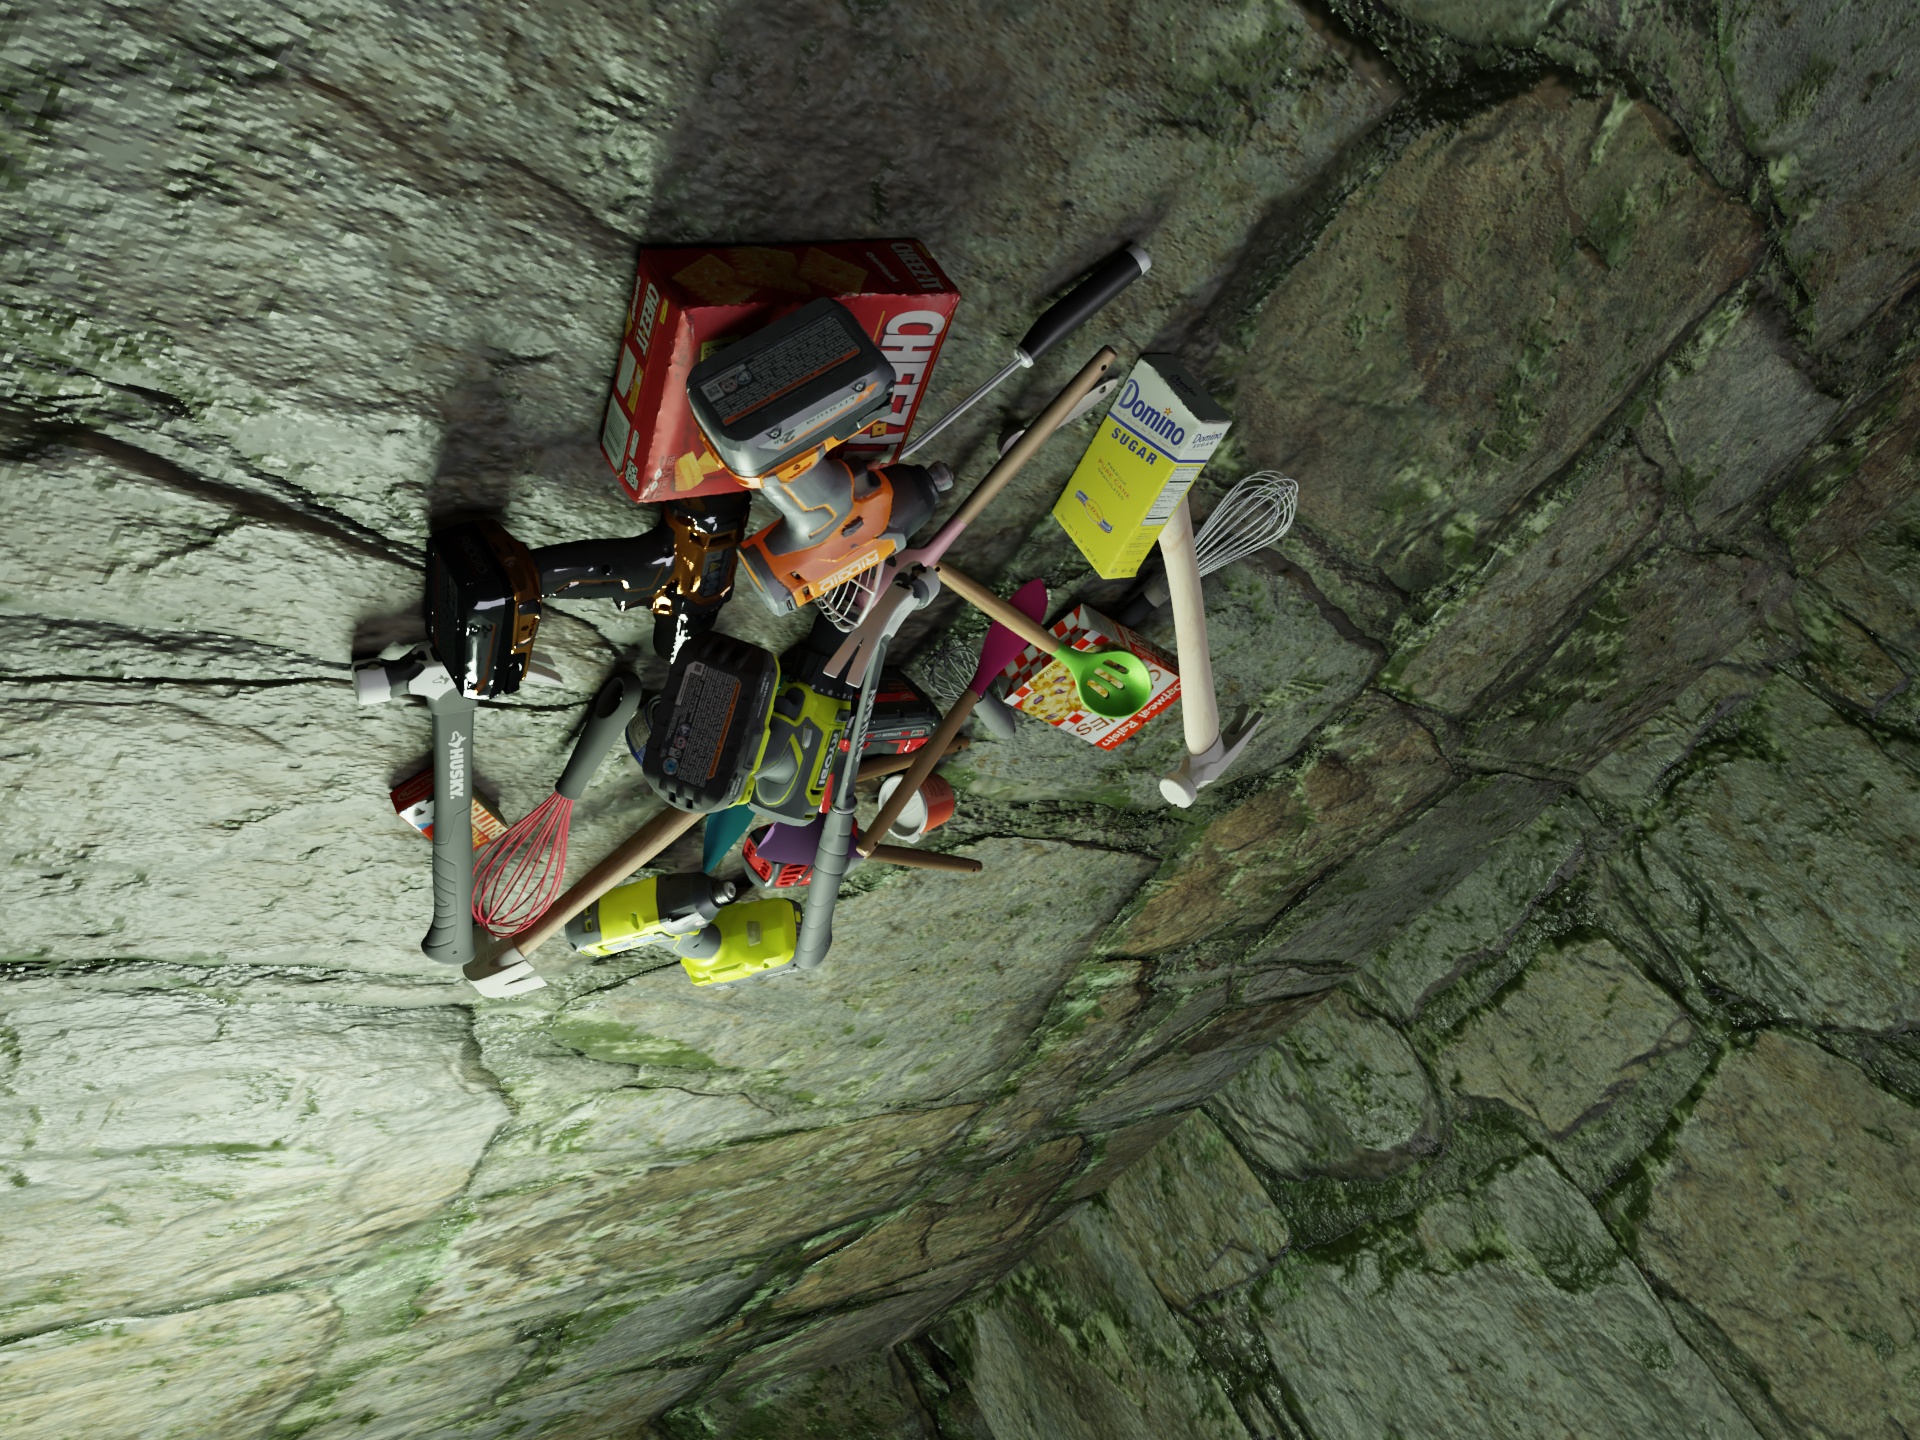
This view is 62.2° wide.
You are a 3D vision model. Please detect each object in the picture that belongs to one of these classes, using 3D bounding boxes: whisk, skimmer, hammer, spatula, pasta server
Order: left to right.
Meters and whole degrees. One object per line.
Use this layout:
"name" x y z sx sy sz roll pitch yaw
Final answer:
"hammer" -0.395 0.075 1.255 0.146 0.035 0.334 -11 135 -28
"whisk" -0.340 0.074 1.344 0.073 0.073 0.295 4 128 -48
"hammer" -0.307 0.131 1.432 0.331 0.130 0.031 -39 119 -7
"spatula" -0.118 0.066 1.566 0.317 0.044 0.082 -16 137 -30
"hammer" -0.099 0.064 1.363 0.149 0.036 0.408 -53 162 -52
"spatula" -0.074 0.124 1.519 0.315 0.018 0.059 16 114 -52
"whisk" 0.016 -0.023 1.566 0.055 0.055 0.238 -36 155 4
"pasta server" 0.015 -0.190 1.301 0.060 0.040 0.316 9 133 -50
"skimmer" 0.017 -0.218 1.223 0.363 0.127 0.090 -40 120 -1
"whisk" 0.219 -0.145 1.577 0.284 0.070 0.070 -40 151 22
"hammer" 0.226 -0.101 1.536 0.146 0.038 0.410 -44 139 -27

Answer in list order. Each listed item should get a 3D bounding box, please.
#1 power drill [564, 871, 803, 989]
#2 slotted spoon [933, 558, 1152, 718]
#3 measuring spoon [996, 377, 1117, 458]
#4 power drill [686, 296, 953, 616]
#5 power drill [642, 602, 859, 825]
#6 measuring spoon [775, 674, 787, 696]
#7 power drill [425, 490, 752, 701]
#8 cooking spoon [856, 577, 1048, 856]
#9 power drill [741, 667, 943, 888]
"power drill" -0.252 0.202 1.560 0.171 0.080 0.223 -16 157 20
"slotted spoon" 0.071 -0.081 1.475 0.313 0.031 0.070 30 104 -40
"measuring spoon" 0.078 -0.254 1.316 0.124 0.018 0.034 -34 154 -14
"power drill" -0.084 -0.173 1.059 0.164 0.084 0.226 -31 156 -9
"power drill" -0.154 -0.009 1.290 0.228 0.080 0.190 4 104 -72
"measuring spoon" -0.189 -0.004 1.425 0.128 0.021 0.042 -38 150 27
"power drill" -0.266 -0.086 1.157 0.226 0.084 0.185 -20 150 -31
"cooking spoon" -0.002 -0.005 1.454 0.319 0.017 0.068 -55 146 -22
"power drill" -0.109 0.061 1.491 0.143 0.079 0.219 -3 128 -44
